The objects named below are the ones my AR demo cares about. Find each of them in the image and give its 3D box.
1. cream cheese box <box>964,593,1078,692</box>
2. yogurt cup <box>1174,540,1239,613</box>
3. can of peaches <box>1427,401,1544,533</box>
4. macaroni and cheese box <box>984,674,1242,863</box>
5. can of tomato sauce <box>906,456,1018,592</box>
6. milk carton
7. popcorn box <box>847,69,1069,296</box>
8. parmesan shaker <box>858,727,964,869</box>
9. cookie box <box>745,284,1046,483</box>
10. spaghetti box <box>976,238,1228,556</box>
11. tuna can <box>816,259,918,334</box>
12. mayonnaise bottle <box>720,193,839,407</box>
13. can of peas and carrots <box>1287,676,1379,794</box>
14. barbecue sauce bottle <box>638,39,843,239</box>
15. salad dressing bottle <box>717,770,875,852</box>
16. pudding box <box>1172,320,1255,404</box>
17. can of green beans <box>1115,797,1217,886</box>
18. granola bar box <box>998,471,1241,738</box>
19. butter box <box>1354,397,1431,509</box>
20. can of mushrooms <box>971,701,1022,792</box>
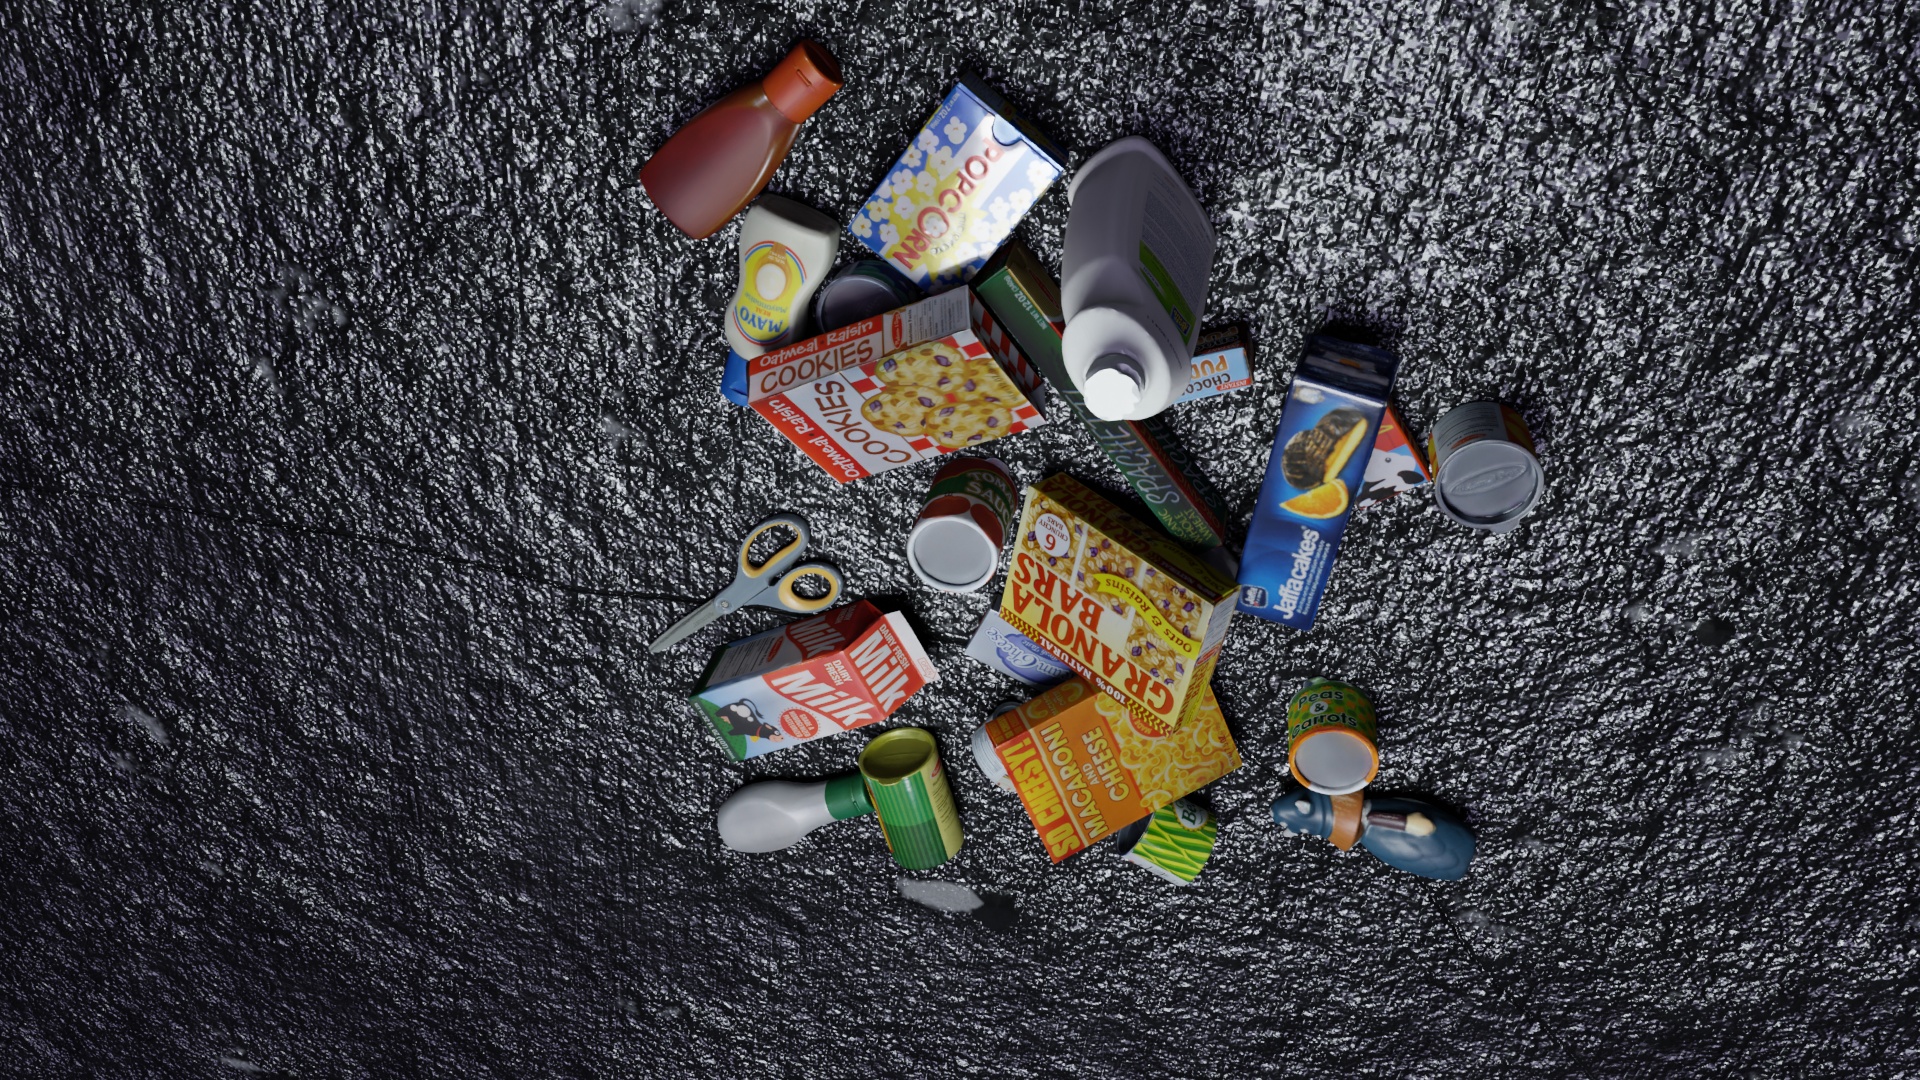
[{"bbox_3d":[0.061,0.087,1.086,0.104,0.024,0.053,27,126,-4],"label":"cream cheese box"},{"bbox_3d":[0.166,0.036,1.005,0.072,0.073,0.053,36,131,-10],"label":"yogurt cup"},{"bbox_3d":[0.343,-0.048,0.911,0.071,0.058,0.071,6,123,9],"label":"can of peaches"},{"bbox_3d":[0.118,0.157,1.066,0.166,0.040,0.123,-27,115,-3],"label":"macaroni and cheese box"},{"bbox_3d":[0.004,-0.013,0.999,0.071,0.083,0.070,6,124,10],"label":"can of tomato sauce"},{"bbox_3d":[-0.113,0.108,1.111,0.190,0.074,0.072,-19,116,23],"label":"milk carton"},{"bbox_3d":[-0.002,-0.224,0.893,0.085,0.038,0.126,38,123,-10],"label":"popcorn box"},{"bbox_3d":[-0.041,0.219,1.165,0.071,0.072,0.102,-6,121,17],"label":"parmesan shaker"},{"bbox_3d":[-0.043,-0.102,0.948,0.167,0.040,0.122,-15,149,22],"label":"cookie box"},{"bbox_3d":[0.101,-0.093,0.945,0.028,0.050,0.249,-30,111,30],"label":"spaghetti box"},{"bbox_3d":[-0.061,-0.156,0.953,0.071,0.033,0.070,6,123,10],"label":"tuna can"},{"bbox_3d":[-0.132,-0.161,0.962,0.065,0.041,0.147,22,124,-1],"label":"mayonnaise bottle"},{"bbox_3d":[0.281,0.147,1.050,0.071,0.059,0.070,6,123,9],"label":"can of peas and carrots"},{"bbox_3d":[-0.139,-0.261,0.898,0.148,0.044,0.065,-34,106,28],"label":"barbecue sauce bottle"},{"bbox_3d":[-0.140,0.235,1.217,0.147,0.044,0.064,-17,115,21],"label":"salad dressing bottle"},{"bbox_3d":[0.151,-0.115,0.919,0.083,0.050,0.030,-11,117,20],"label":"pudding box"},{"bbox_3d":[0.168,0.239,1.132,0.058,0.071,0.071,29,124,-6],"label":"can of green beans"},{"bbox_3d":[0.109,0.044,0.989,0.166,0.039,0.123,35,131,30],"label":"granola bar box"},{"bbox_3d":[0.269,-0.074,0.932,0.053,0.024,0.103,-25,113,27],"label":"butter box"},{"bbox_3d":[0.045,0.166,1.116,0.071,0.071,0.033,36,123,-10],"label":"can of mushrooms"}]
